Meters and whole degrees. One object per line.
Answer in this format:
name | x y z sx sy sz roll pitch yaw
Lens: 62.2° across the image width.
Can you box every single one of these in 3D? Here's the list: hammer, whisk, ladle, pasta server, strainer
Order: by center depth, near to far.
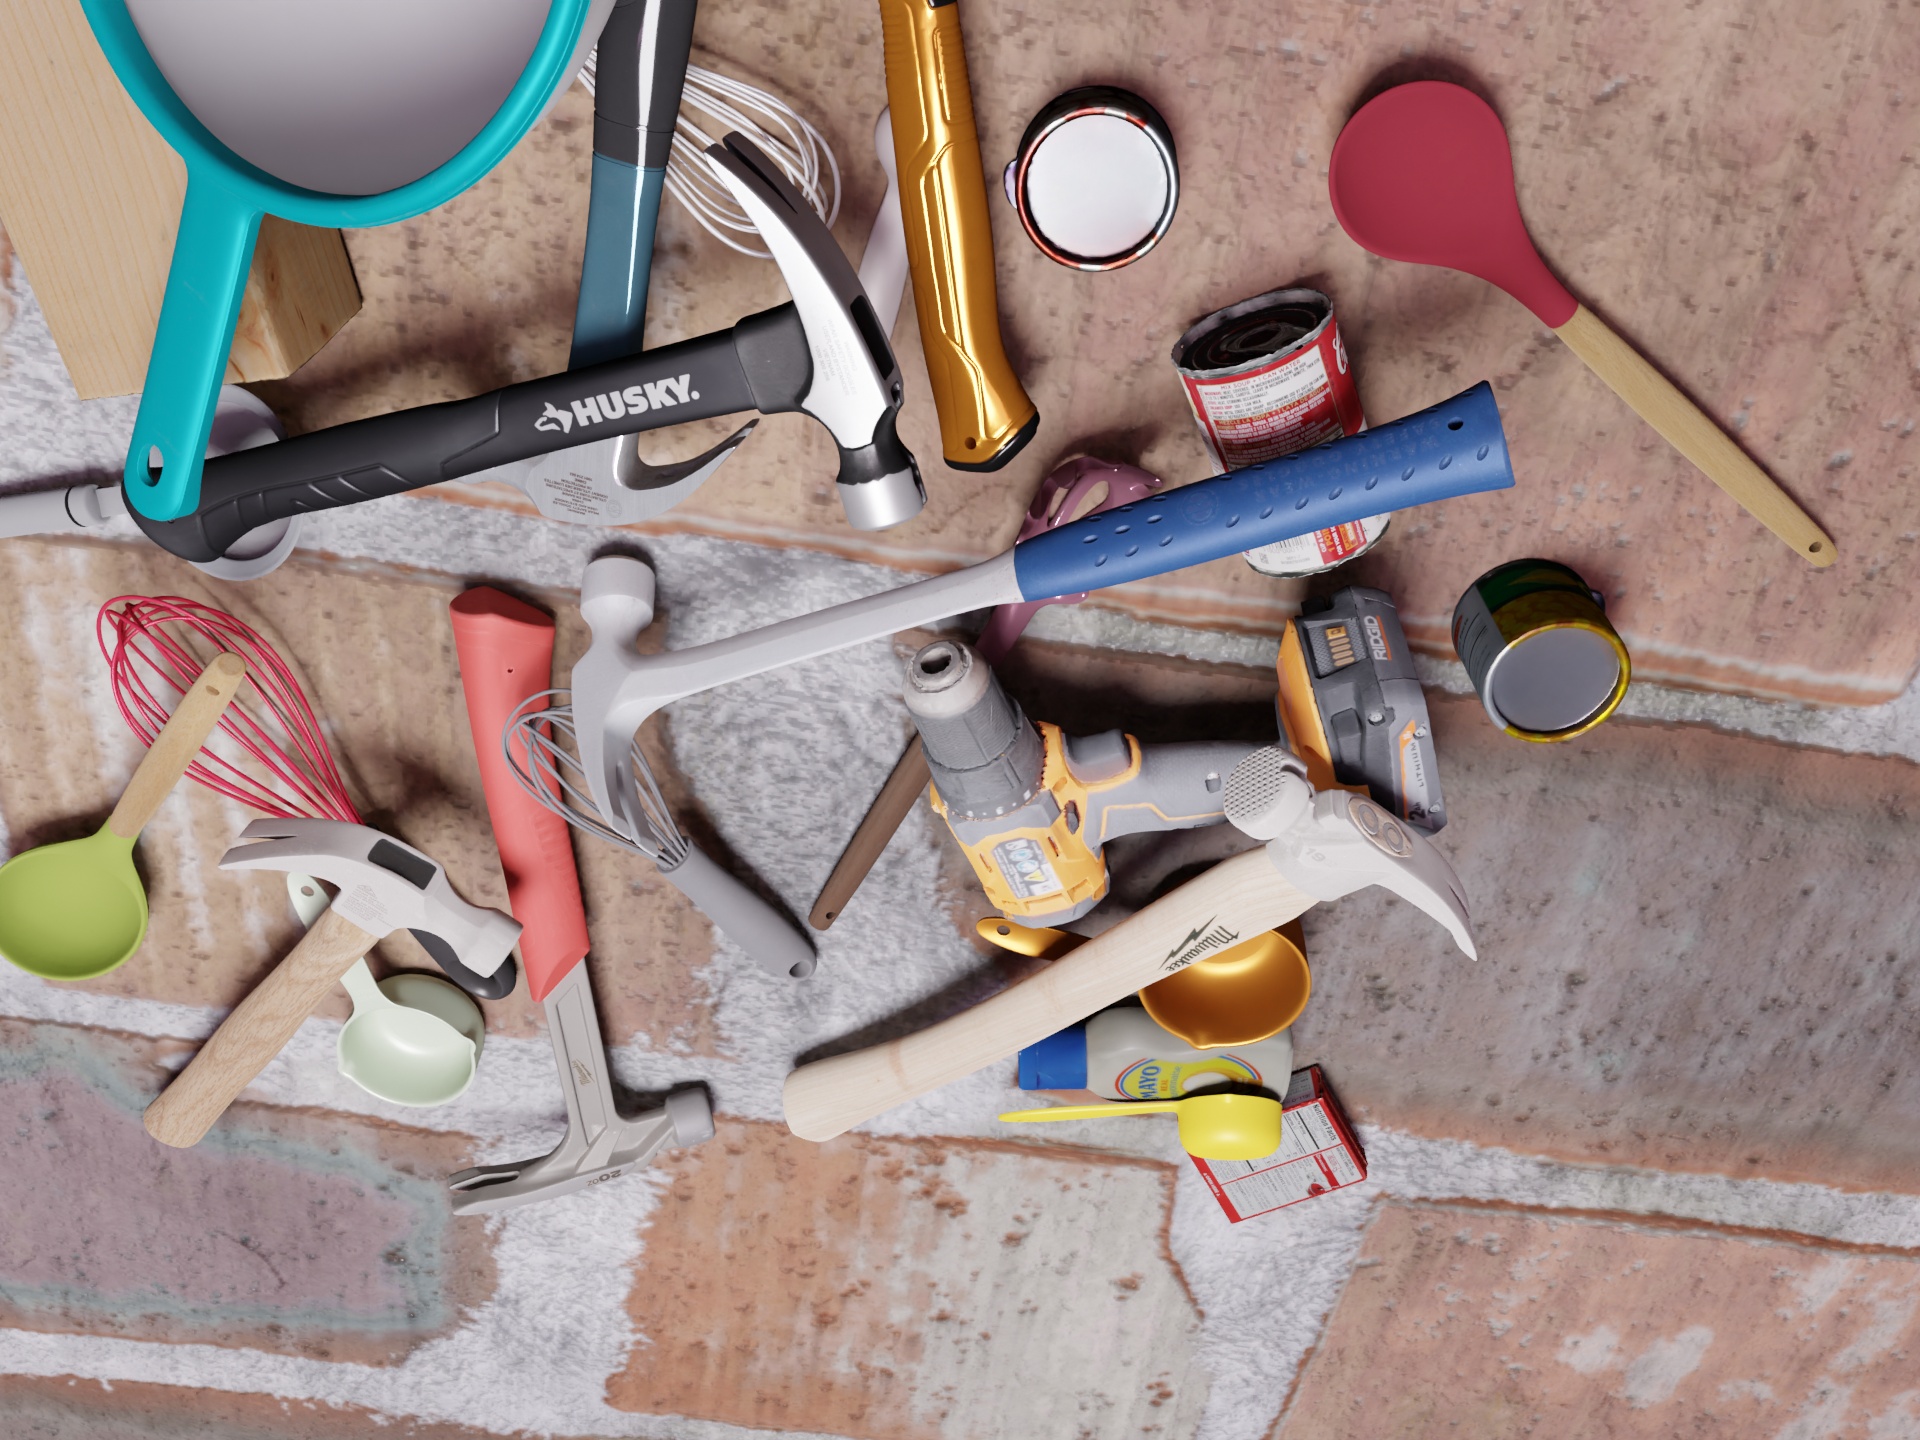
strainer | -0.205 -0.217 0.533 0.211 0.095 0.340 35 118 10
hammer | -0.121 -0.221 0.583 0.128 0.033 0.330 17 122 2
hammer | -0.022 -0.251 0.589 0.127 0.034 0.336 2 122 20
whisk | -0.152 -0.262 0.606 0.246 0.058 0.059 33 87 -13
hammer | -0.188 -0.118 0.619 0.335 0.035 0.146 -9 118 18
hammer | 0.016 -0.052 0.650 0.405 0.144 0.035 -15 149 18
ladle | 0.273 -0.156 0.670 0.315 0.031 0.069 34 120 -20
strainer | -0.385 -0.100 0.717 0.258 0.050 0.087 -5 101 12
ladle | -0.390 0.049 0.742 0.078 0.062 0.320 34 139 -22
pasta server | -0.001 -0.002 0.768 0.060 0.040 0.316 16 124 -26
whisk | -0.140 0.065 0.795 0.055 0.055 0.238 -25 132 16
hammer | 0.054 0.143 0.799 0.146 0.038 0.410 33 133 -26
whisk | -0.316 0.047 0.799 0.073 0.073 0.295 -22 126 15
hammer | -0.222 0.102 0.822 0.149 0.037 0.358 -13 121 -16
hammer | -0.360 0.150 0.831 0.130 0.031 0.331 38 128 -17

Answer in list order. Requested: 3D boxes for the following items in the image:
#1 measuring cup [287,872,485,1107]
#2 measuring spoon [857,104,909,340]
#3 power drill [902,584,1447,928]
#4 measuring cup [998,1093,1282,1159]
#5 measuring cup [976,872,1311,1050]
measuring cup | -0.317 0.139 0.867 0.083 0.038 0.167 -14 119 10
measuring spoon | -0.030 -0.194 0.659 0.034 0.018 0.124 14 122 -7
power drill | 0.094 0.009 0.726 0.226 0.084 0.185 -15 139 13
measuring cup | 0.098 0.227 0.874 0.156 0.029 0.062 -4 155 8
measuring cup | 0.096 0.112 0.831 0.173 0.052 0.095 13 124 1
